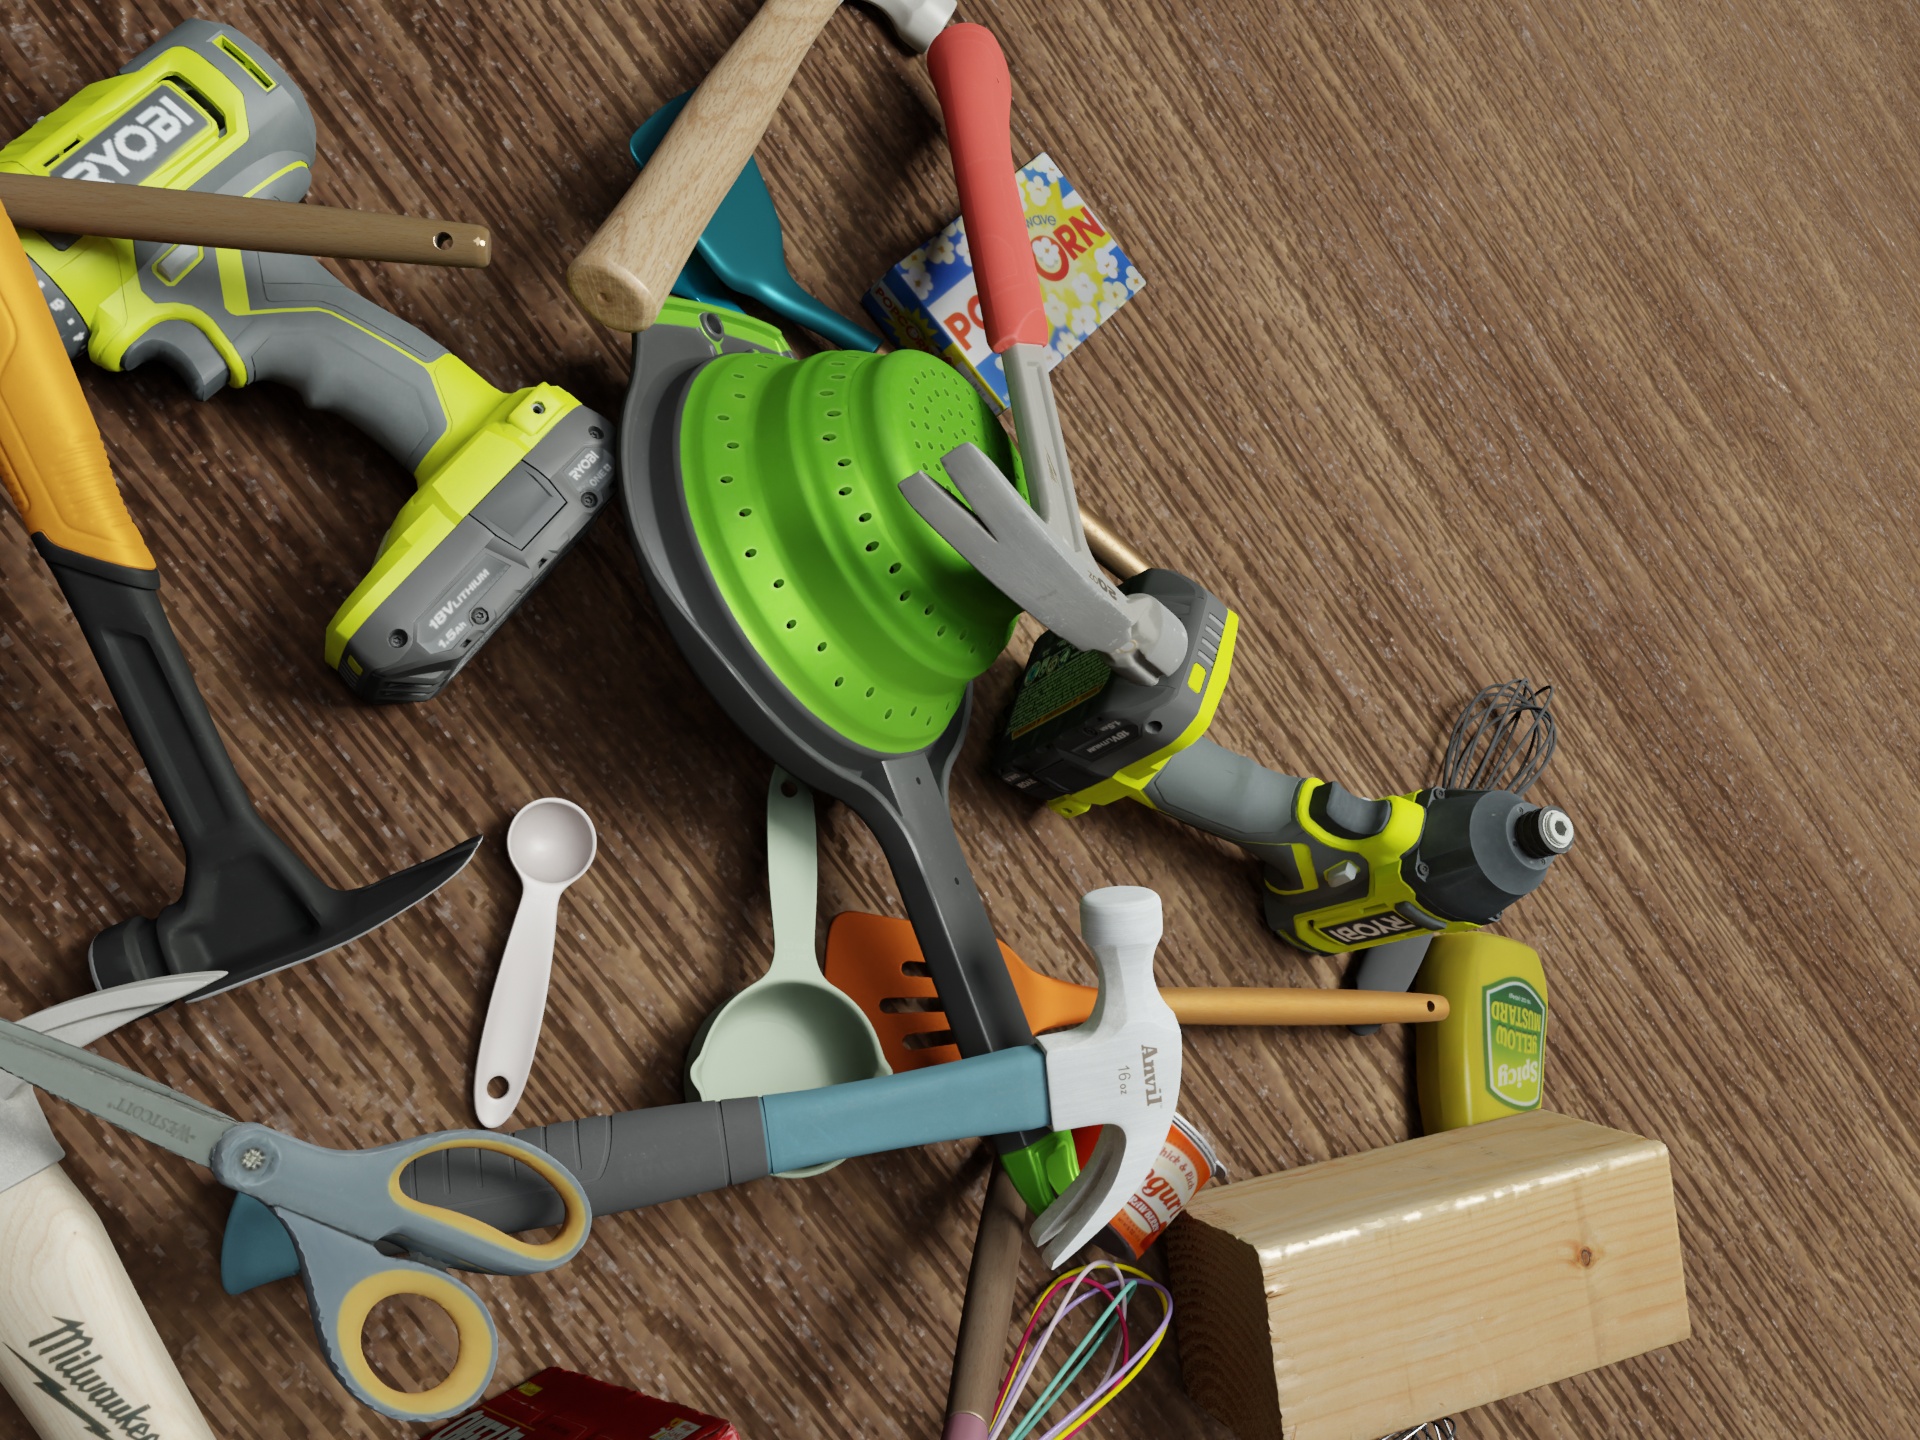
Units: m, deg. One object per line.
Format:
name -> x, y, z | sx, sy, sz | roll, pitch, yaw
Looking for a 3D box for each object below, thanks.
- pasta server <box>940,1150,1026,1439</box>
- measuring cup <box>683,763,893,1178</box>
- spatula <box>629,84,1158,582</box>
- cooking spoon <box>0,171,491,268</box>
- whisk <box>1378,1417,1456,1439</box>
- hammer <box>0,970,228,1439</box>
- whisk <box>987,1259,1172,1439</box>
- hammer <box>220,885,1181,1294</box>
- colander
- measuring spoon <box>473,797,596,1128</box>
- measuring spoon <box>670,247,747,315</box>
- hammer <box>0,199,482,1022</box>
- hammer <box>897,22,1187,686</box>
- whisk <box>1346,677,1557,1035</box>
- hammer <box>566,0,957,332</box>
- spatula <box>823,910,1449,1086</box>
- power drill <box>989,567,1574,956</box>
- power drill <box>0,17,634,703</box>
pasta server -> -0.002, 0.225, 0.545 | 0.060, 0.040, 0.316 | 64, 15, -13
measuring cup -> -0.073, 0.098, 0.639 | 0.083, 0.038, 0.168 | 7, 69, -25
spatula -> -0.014, -0.155, 0.717 | 0.317, 0.044, 0.082 | 38, 43, -9
cooking spoon -> -0.314, -0.166, 0.505 | 0.319, 0.017, 0.069 | 3, 93, -9
whisk -> 0.104, 0.358, 0.665 | 0.284, 0.070, 0.070 | -19, 87, -28
hammer -> -0.206, 0.279, 0.490 | 0.146, 0.038, 0.410 | -28, 95, -14
whisk -> 0.010, 0.279, 0.599 | 0.047, 0.051, 0.245 | 44, 37, 13
hammer -> -0.082, 0.145, 0.553 | 0.331, 0.033, 0.128 | -8, 96, -11
colander -> -0.001, -0.002, 0.619 | 0.204, 0.094, 0.397 | -10, 78, -62
measuring spoon -> -0.166, 0.090, 0.602 | 0.034, 0.018, 0.124 | 16, 76, -27
measuring spoon -> -0.097, -0.180, 0.709 | 0.128, 0.021, 0.042 | 49, 58, -10
hammer -> -0.273, -0.076, 0.498 | 0.127, 0.034, 0.336 | -21, 102, -4
hammer -> 0.015, -0.186, 0.663 | 0.149, 0.036, 0.359 | 36, 36, -44
whisk -> 0.259, 0.067, 0.840 | 0.055, 0.055, 0.239 | 43, 63, -14
hammer -> -0.094, -0.274, 0.685 | 0.130, 0.031, 0.332 | 33, 46, -17
spatula -> 0.094, 0.130, 0.721 | 0.322, 0.041, 0.081 | 6, 72, -28
power drill -> 0.142, 0.029, 0.708 | 0.223, 0.171, 0.080 | 29, 63, -17
power drill -> -0.252, -0.113, 0.568 | 0.228, 0.080, 0.191 | 42, 65, -12
